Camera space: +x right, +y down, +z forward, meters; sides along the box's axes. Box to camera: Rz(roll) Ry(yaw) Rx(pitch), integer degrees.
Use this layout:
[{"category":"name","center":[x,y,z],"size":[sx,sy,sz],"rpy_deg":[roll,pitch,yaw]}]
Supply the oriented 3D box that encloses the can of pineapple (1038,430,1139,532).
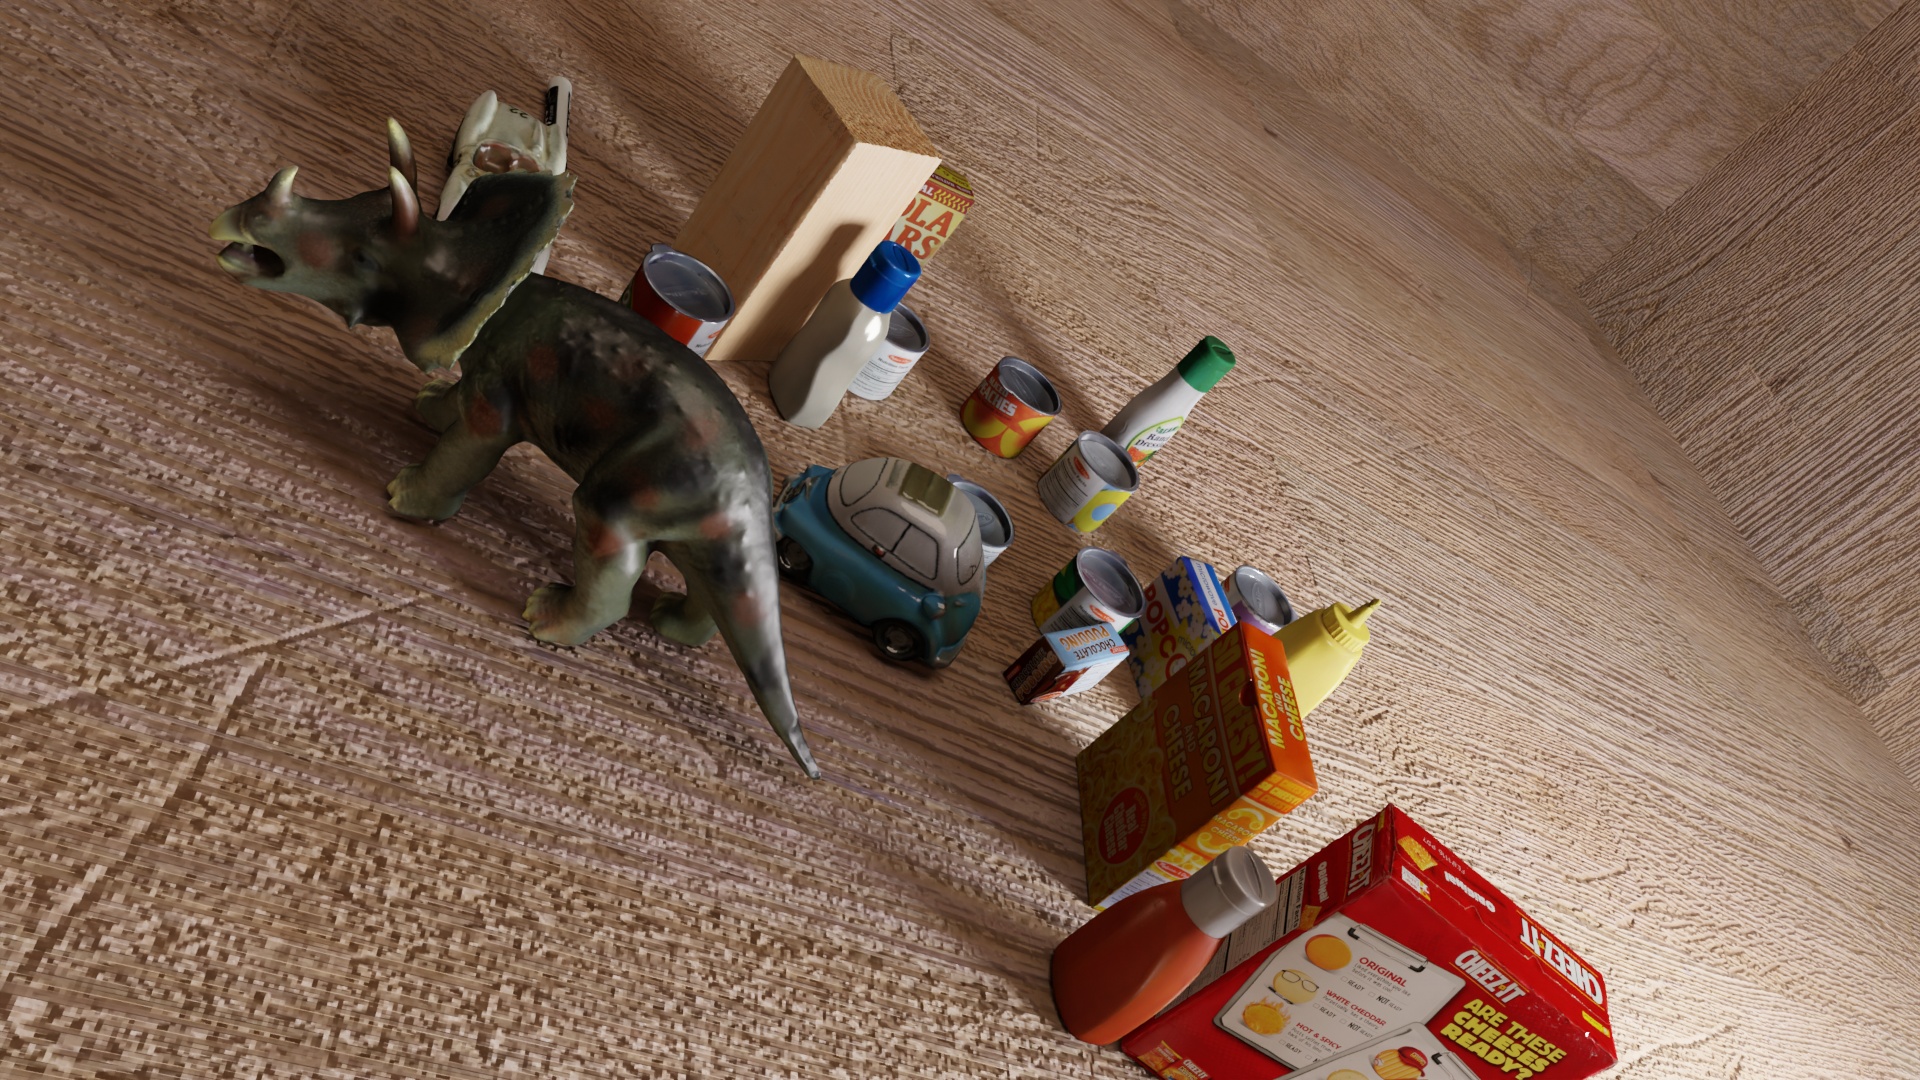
[{"category":"can of pineapple","center":[0.109,-0.049,1.166],"size":[0.071,0.057,0.071],"rpy_deg":[28,35,-22]}]

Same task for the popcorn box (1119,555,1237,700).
[{"category":"popcorn box","center":[0.172,0.086,1.054],"size":[0.038,0.085,0.127],"rpy_deg":[17,41,-35]}]

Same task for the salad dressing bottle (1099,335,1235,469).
[{"category":"salad dressing bottle","center":[0.184,-0.121,1.246],"size":[0.064,0.147,0.044],"rpy_deg":[2,51,-46]}]

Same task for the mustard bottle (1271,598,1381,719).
[{"category":"mustard bottle","center":[0.270,0.092,1.082],"size":[0.065,0.159,0.049],"rpy_deg":[30,35,-19]}]

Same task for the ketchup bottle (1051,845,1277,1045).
[{"category":"ketchup bottle","center":[0.112,0.222,0.775],"size":[0.043,0.148,0.065],"rpy_deg":[23,38,-29]}]

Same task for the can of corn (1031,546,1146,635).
[{"category":"can of corn","center":[0.096,0.046,1.043],"size":[0.071,0.058,0.071],"rpy_deg":[28,35,-22]}]

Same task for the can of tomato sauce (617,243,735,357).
[{"category":"can of tomato sauce","center":[-0.200,-0.142,0.920],"size":[0.071,0.082,0.071],"rpy_deg":[28,35,-22]}]

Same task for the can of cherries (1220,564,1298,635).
[{"category":"can of cherries","center":[0.240,0.065,1.174],"size":[0.071,0.058,0.072],"rpy_deg":[28,35,-22]}]

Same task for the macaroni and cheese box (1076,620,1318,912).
[{"category":"macaroni and cheese box","center":[0.142,0.147,0.878],"size":[0.040,0.165,0.124],"rpy_deg":[28,36,-23]}]

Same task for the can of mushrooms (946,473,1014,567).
[{"category":"can of mushrooms","center":[0.004,-0.013,1.036],"size":[0.071,0.033,0.071],"rpy_deg":[28,36,-22]}]

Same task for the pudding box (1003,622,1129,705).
[{"category":"pudding box","center":[0.076,0.087,0.984],"size":[0.084,0.049,0.030],"rpy_deg":[-5,56,-50]}]

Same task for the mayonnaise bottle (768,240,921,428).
[{"category":"mayonnaise bottle","center":[-0.083,-0.149,0.993],"size":[0.041,0.147,0.065],"rpy_deg":[12,44,-40]}]

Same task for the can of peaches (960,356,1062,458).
[{"category":"can of peaches","center":[0.040,-0.111,1.164],"size":[0.071,0.057,0.071],"rpy_deg":[28,35,-22]}]

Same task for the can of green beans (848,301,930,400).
[{"category":"can of green beans","center":[-0.067,-0.154,1.098],"size":[0.071,0.057,0.071],"rpy_deg":[28,35,-22]}]

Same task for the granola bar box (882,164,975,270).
[{"category":"granola bar box","center":[-0.090,-0.278,1.155],"size":[0.165,0.123,0.039],"rpy_deg":[17,41,-35]}]
